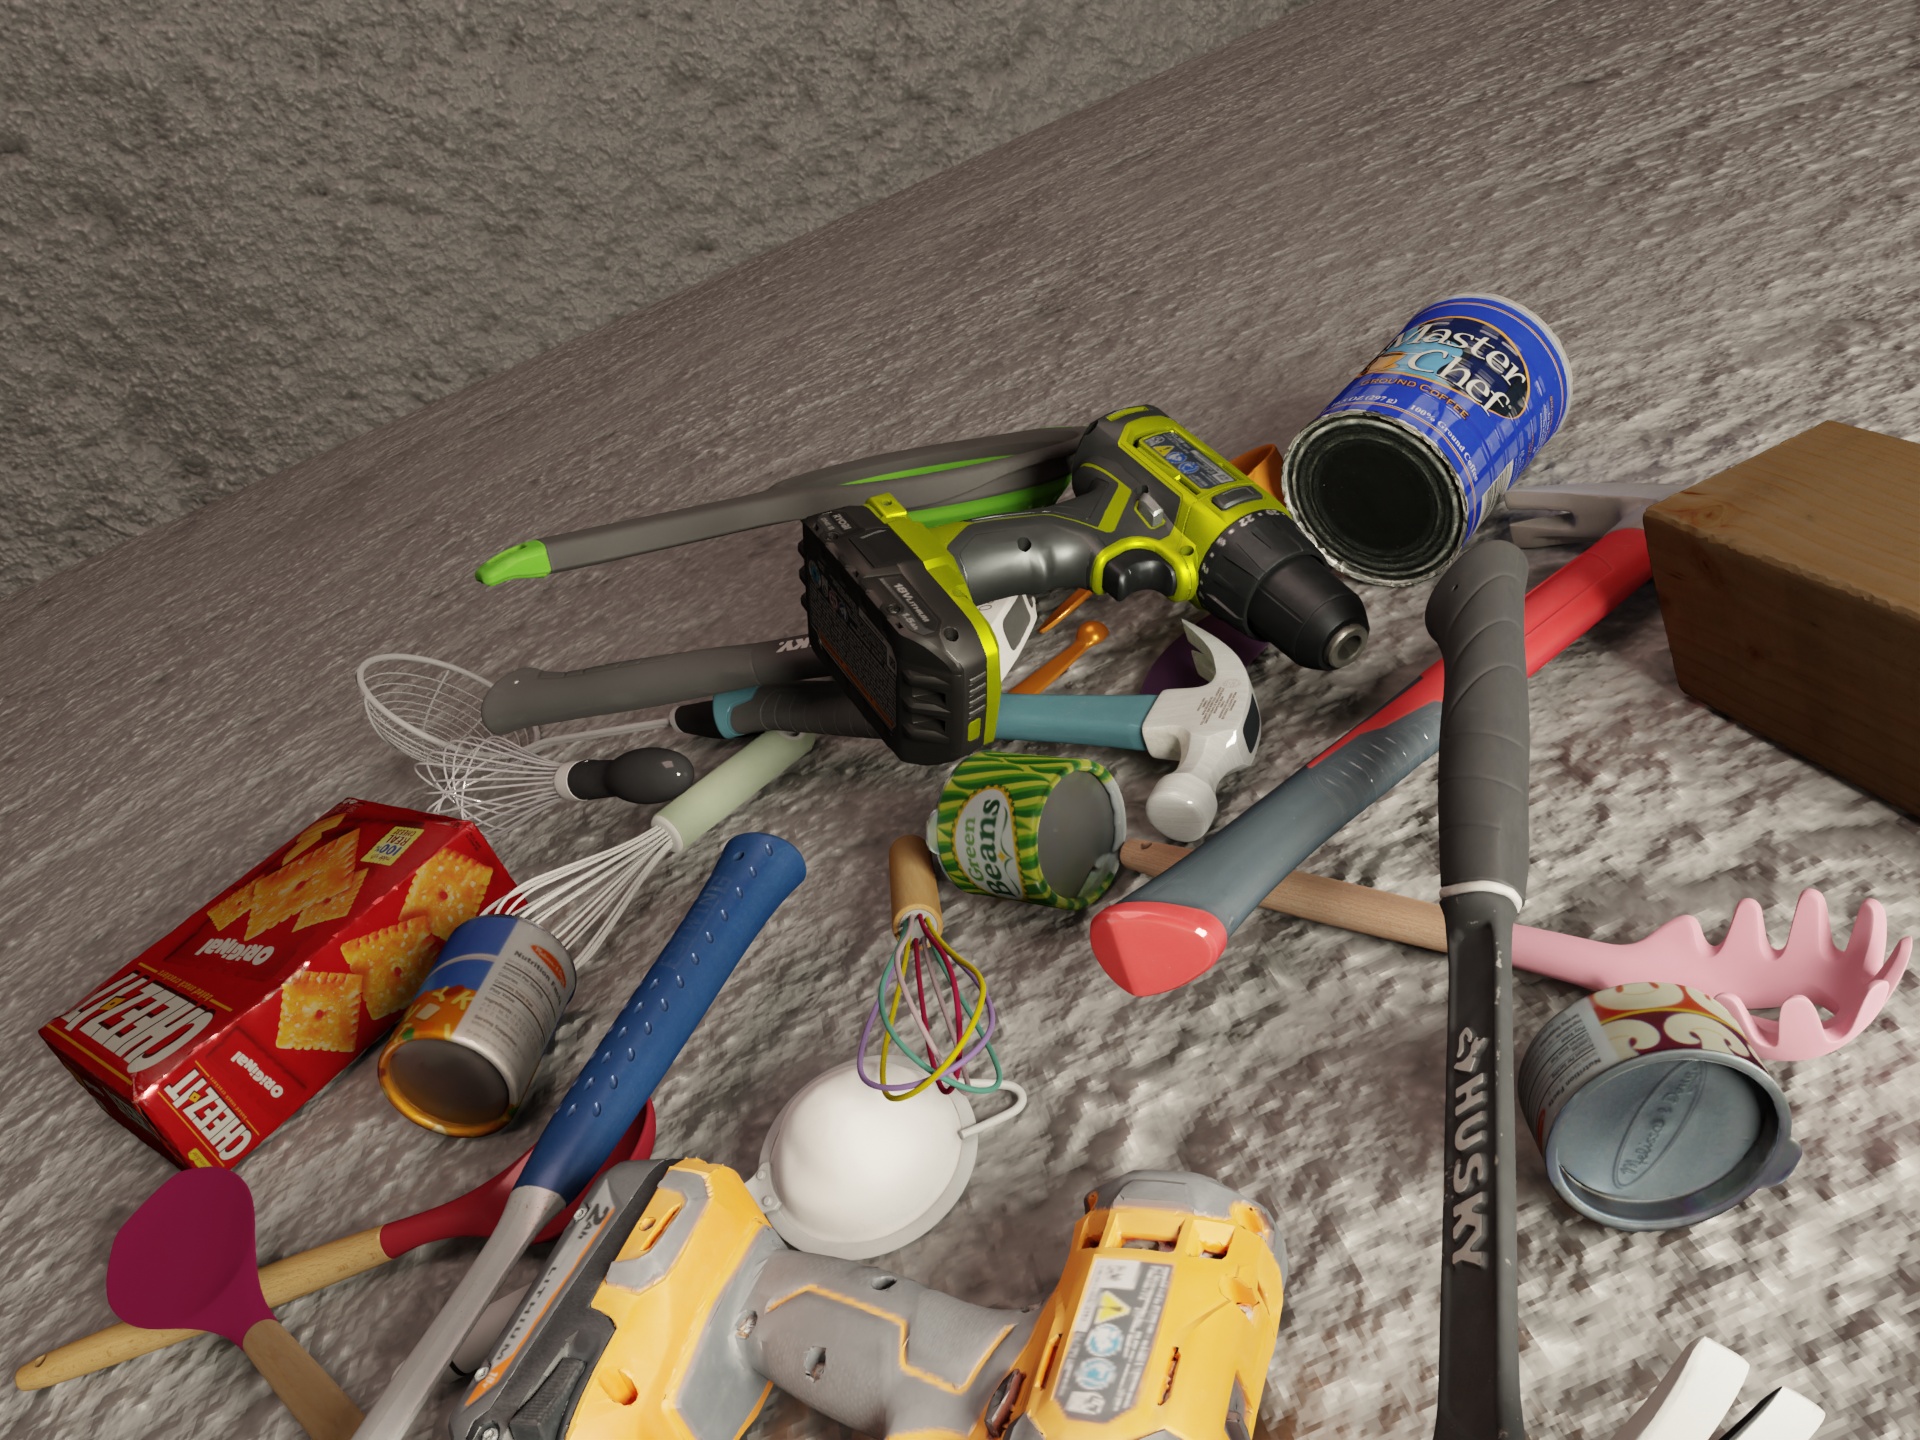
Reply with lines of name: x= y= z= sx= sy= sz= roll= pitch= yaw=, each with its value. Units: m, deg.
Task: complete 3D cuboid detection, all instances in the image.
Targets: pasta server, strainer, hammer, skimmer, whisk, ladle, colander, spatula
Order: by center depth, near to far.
hammer: x=0.158 y=0.063 z=0.476 sx=0.149 sy=0.036 sz=0.409 roll=-49 pitch=12 yaw=40
hammer: x=-0.164 y=0.183 z=0.578 sx=0.144 sy=0.035 sz=0.406 roll=-11 pitch=30 yaw=32
pasta server: x=0.172 y=0.069 z=0.579 sx=0.060 sy=0.040 sz=0.316 roll=-33 pitch=26 yaw=-31
strainer: x=-0.098 y=0.186 z=0.589 sx=0.258 sy=0.050 sz=0.087 roll=-28 pitch=41 yaw=0
whisk: x=-0.013 y=0.091 z=0.655 sx=0.051 sy=0.047 sz=0.245 roll=14 pitch=12 yaw=-7
ladle: x=-0.262 y=0.226 z=0.665 sx=0.315 sy=0.031 sz=0.069 roll=-22 pitch=30 yaw=9
hammer: x=0.189 y=-0.009 z=0.670 sx=0.386 sy=0.038 sz=0.143 roll=-32 pitch=26 yaw=-28
hammer: x=-0.001 y=-0.003 z=0.823 sx=0.331 sy=0.033 sz=0.128 roll=3 pitch=41 yaw=34
whisk: x=-0.165 y=0.067 z=0.864 sx=0.058 sy=0.059 sz=0.246 roll=36 pitch=51 yaw=19
hammer: x=-0.123 y=-0.026 z=0.869 sx=0.335 sy=0.035 sz=0.146 roll=-8 pitch=36 yaw=23
spatula: x=0.203 y=-0.100 z=0.887 sx=0.060 sy=0.018 sz=0.316 roll=10 pitch=43 yaw=48
whisk: x=-0.237 y=0.035 z=0.914 sx=0.285 sy=0.070 sz=0.070 roll=-6 pitch=31 yaw=48
colander: x=-0.083 y=-0.096 z=0.952 sx=0.397 sy=0.094 sz=0.205 roll=-16 pitch=16 yaw=-24
skimmer: x=-0.233 y=-0.022 z=1.028 sx=0.363 sy=0.090 sz=0.127 roll=-7 pitch=-1 yaw=27

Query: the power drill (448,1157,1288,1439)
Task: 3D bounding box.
power drill: x=-0.032 y=0.210 z=0.447 sx=0.226 sy=0.084 sz=0.185 roll=-5 pitch=34 yaw=26

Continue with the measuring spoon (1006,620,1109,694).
measuring spoon: x=0.040 y=-0.024 z=0.889 sx=0.117 sy=0.011 sz=0.021 roll=-38 pitch=29 yaw=-26

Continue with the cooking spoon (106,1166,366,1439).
cooking spoon: x=-0.254 y=0.245 z=0.601 sx=0.319 sy=0.017 sz=0.069 roll=14 pitch=55 yaw=45

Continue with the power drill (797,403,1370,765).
power drill: x=0.058 y=-0.062 z=0.746 sx=0.228 sy=0.080 sz=0.191 roll=-20 pitch=45 yaw=-22

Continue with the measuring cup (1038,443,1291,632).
measuring cup: x=0.120 y=-0.084 z=0.882 sx=0.173 sy=0.052 sz=0.095 roll=-40 pitch=12 yaw=-14
